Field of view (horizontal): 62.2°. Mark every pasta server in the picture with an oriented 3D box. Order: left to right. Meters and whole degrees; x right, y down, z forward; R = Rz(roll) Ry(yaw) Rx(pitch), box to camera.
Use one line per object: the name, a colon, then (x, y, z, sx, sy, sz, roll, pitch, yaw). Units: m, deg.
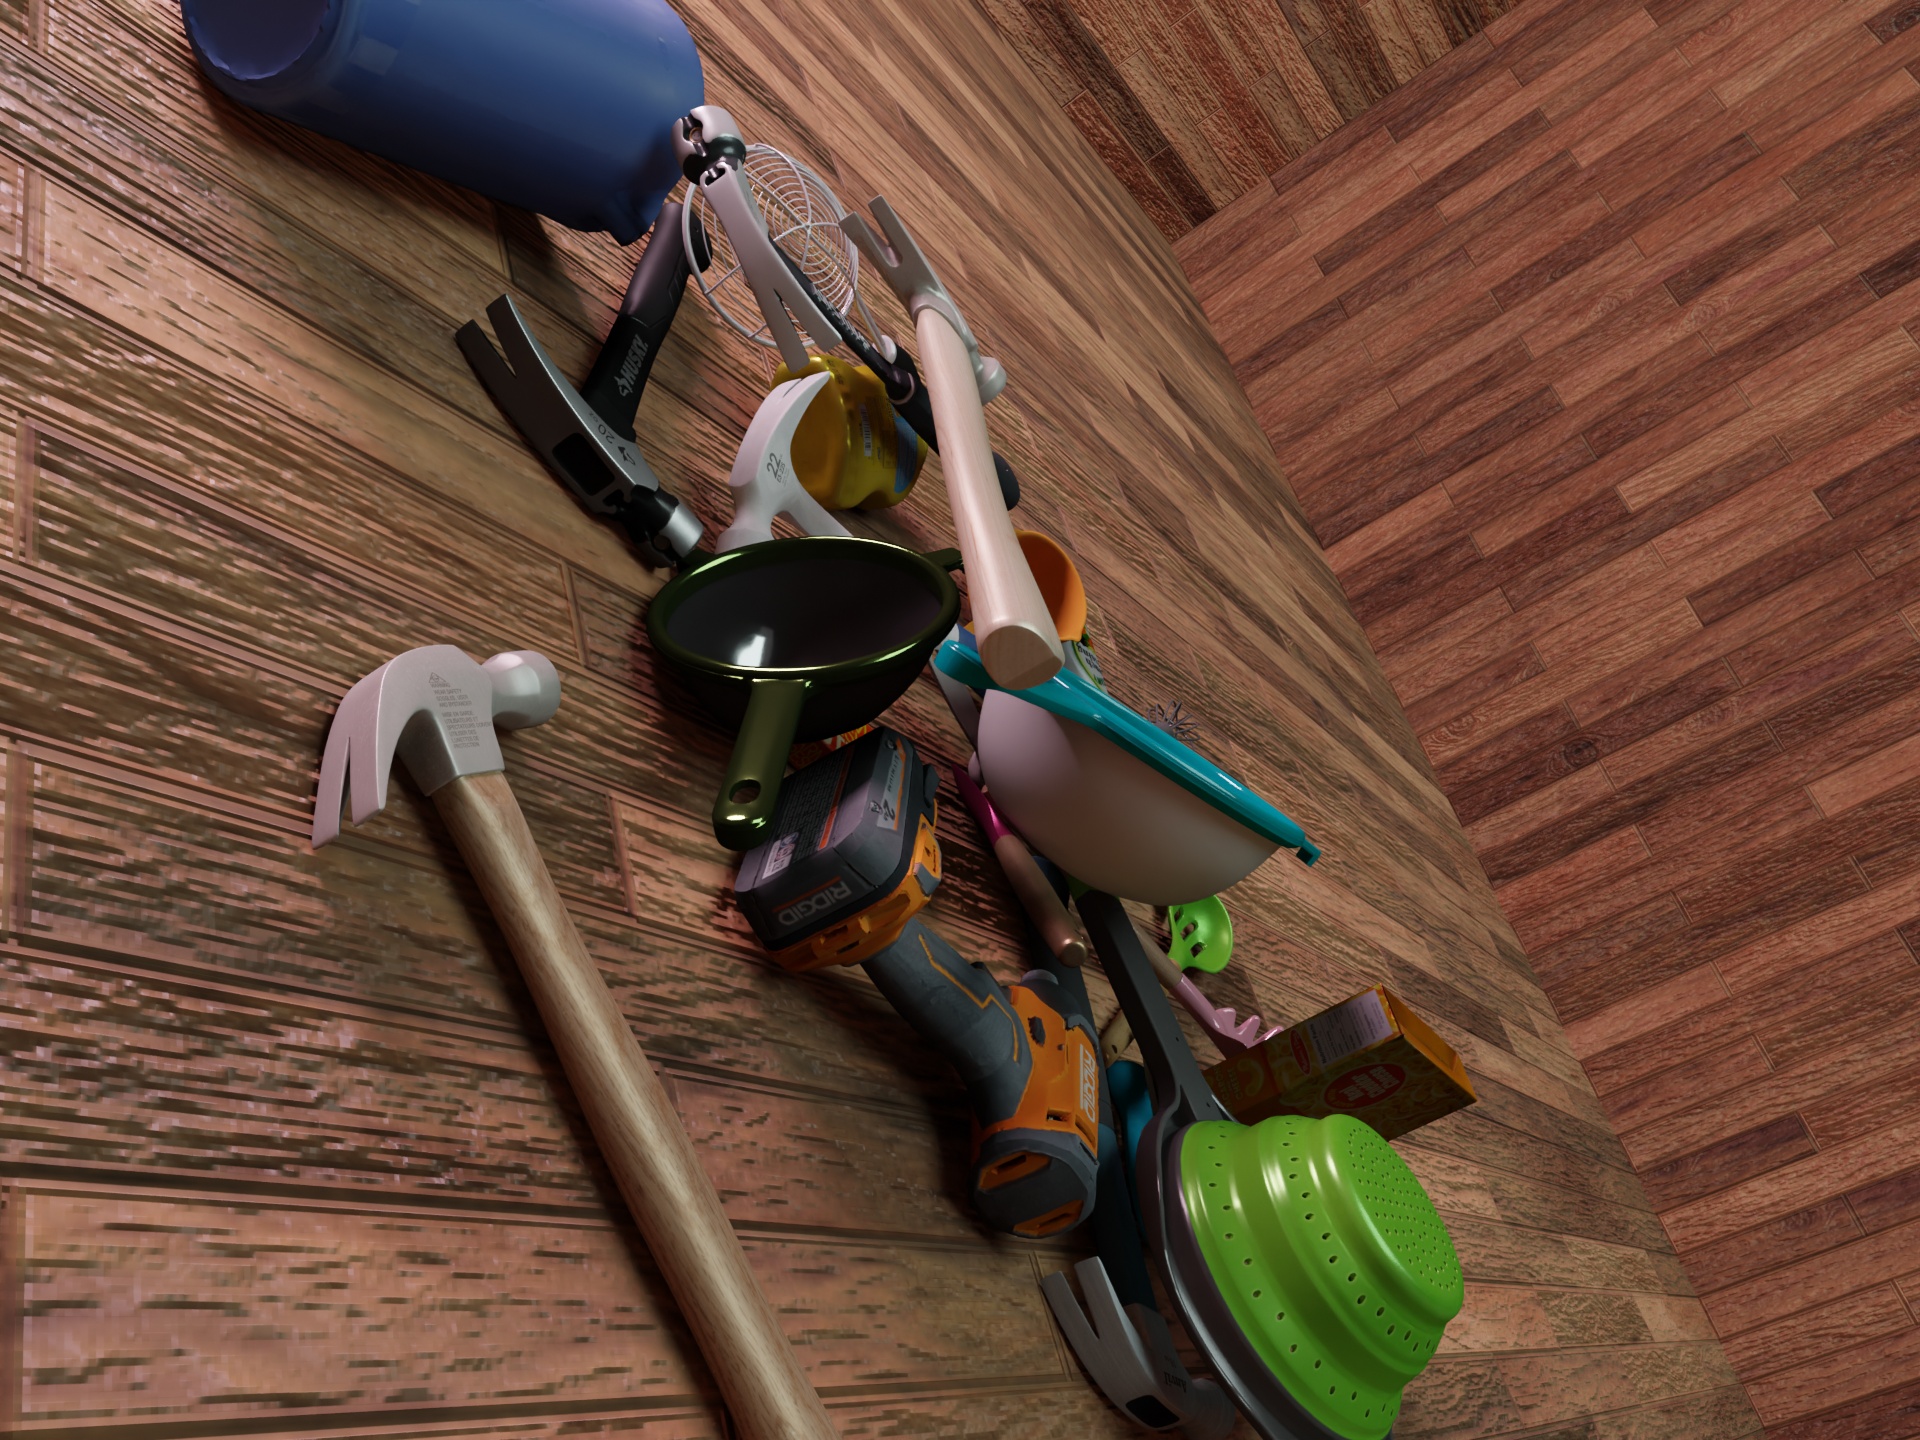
pasta server: (0.127, 0.146, 1.031, 0.316, 0.040, 0.060, 47, 13, -15)

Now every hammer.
hammer: (-0.125, 0.123, 0.559, 0.331, 0.031, 0.130, 62, 21, 7)
hammer: (-0.183, -0.223, 0.891, 0.146, 0.035, 0.335, 48, 23, -29)
hammer: (-0.040, -0.208, 0.974, 0.149, 0.036, 0.408, 65, 13, 21)
hammer: (-0.012, -0.062, 1.014, 0.405, 0.035, 0.144, 39, 53, -49)
hammer: (-0.003, -0.153, 0.844, 0.146, 0.038, 0.411, 51, 16, -32)
hammer: (0.071, 0.216, 0.876, 0.128, 0.033, 0.331, 41, 27, -42)

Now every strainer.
strainer: (-0.077, -0.003, 0.733, 0.257, 0.151, 0.069, -84, 172, -58)
strainer: (0.057, 0.033, 0.866, 0.211, 0.095, 0.340, 36, 8, 29)

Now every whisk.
whisk: (0.159, 0.015, 1.289, 0.055, 0.055, 0.239, 61, 14, 4)

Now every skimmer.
skimmer: (-0.094, -0.279, 1.112, 0.363, 0.090, 0.127, 36, 54, -79)

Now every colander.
colander: (0.162, 0.210, 0.861, 0.204, 0.094, 0.398, 28, 31, -47)

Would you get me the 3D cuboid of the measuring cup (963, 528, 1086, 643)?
measuring cup: (0.024, -0.073, 1.151, 0.173, 0.052, 0.095, -38, 100, -48)

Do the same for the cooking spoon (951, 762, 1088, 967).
cooking spoon: (0.029, 0.075, 0.850, 0.068, 0.017, 0.319, 51, 0, -12)

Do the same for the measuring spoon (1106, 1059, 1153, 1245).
measuring spoon: (0.110, 0.249, 0.929, 0.042, 0.021, 0.129, 47, 22, -29)

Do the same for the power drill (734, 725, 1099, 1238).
power drill: (-0.006, 0.118, 0.772, 0.226, 0.084, 0.164, 55, 19, -20)

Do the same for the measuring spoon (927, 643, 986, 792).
measuring spoon: (-0.002, -0.003, 0.989, 0.034, 0.018, 0.124, -56, 133, -38)

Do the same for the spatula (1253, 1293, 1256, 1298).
spatula: (0.219, 0.331, 1.037, 0.082, 0.044, 0.317, 65, 22, -2)

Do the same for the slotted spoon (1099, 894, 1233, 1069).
slotted spoon: (0.136, 0.176, 1.085, 0.070, 0.031, 0.314, 60, 23, 2)
